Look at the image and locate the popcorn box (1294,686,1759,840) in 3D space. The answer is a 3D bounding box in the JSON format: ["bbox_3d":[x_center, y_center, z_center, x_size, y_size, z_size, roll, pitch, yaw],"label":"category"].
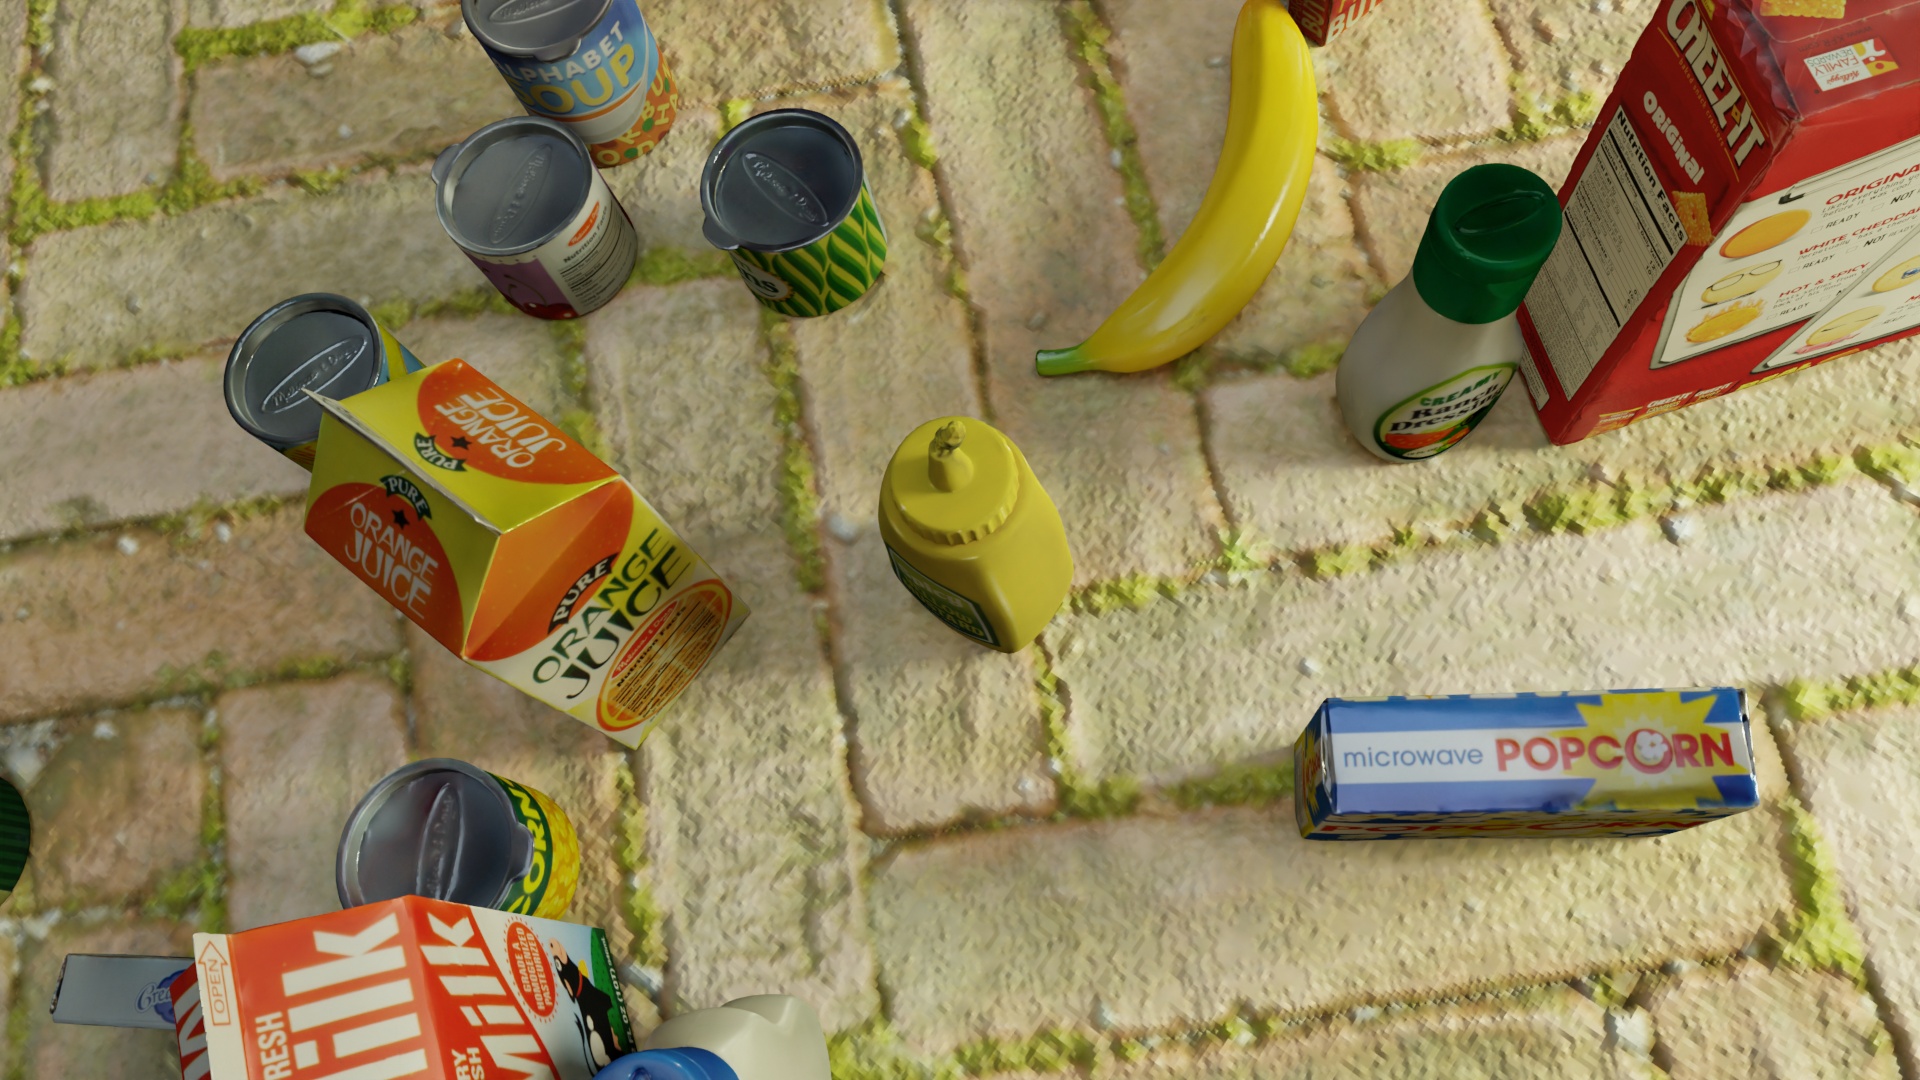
[{"bbox_3d":[0.178,0.076,0.457,0.127,0.085,0.038,-2,71,7],"label":"popcorn box"}]

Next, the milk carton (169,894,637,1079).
[{"bbox_3d":[-0.165,0.157,0.416,0.073,0.190,0.072,-22,70,0],"label":"milk carton"}]

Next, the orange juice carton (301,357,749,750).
[{"bbox_3d":[-0.143,0.006,0.464,0.072,0.192,0.073,35,79,17],"label":"orange juice carton"}]

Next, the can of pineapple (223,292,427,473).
[{"bbox_3d":[-0.255,-0.058,0.573,0.071,0.057,0.071,-2,71,7],"label":"can of pineapple"}]

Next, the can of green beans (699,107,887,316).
[{"bbox_3d":[-0.067,-0.134,0.575,0.071,0.057,0.071,-2,71,7],"label":"can of green beans"}]

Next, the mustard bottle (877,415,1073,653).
[{"bbox_3d":[0.002,-0.006,0.467,0.065,0.159,0.049,32,78,16],"label":"mustard bottle"}]

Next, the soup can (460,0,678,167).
[{"bbox_3d":[-0.165,-0.209,0.600,0.071,0.083,0.071,-2,71,7],"label":"soup can"}]

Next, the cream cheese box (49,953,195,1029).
[{"bbox_3d":[-0.260,0.163,0.499,0.104,0.053,0.024,0,71,7],"label":"cream cheese box"}]

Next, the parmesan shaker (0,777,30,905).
[{"bbox_3d":[-0.412,0.109,0.511,0.071,0.103,0.071,-2,71,7],"label":"parmesan shaker"}]

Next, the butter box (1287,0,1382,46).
[{"bbox_3d":[0.186,-0.261,0.589,0.103,0.053,0.024,-39,71,-7],"label":"butter box"}]

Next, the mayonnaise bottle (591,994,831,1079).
[{"bbox_3d":[-0.073,0.171,0.422,0.041,0.147,0.065,-6,71,5],"label":"mayonnaise bottle"}]

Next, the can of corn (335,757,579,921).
[{"bbox_3d":[-0.177,0.116,0.502,0.071,0.058,0.071,-2,71,7],"label":"can of corn"}]

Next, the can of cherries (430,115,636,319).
[{"bbox_3d":[-0.180,-0.137,0.590,0.071,0.058,0.071,-2,71,7],"label":"can of cherries"}]

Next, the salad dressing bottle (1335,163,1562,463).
[{"bbox_3d":[0.167,-0.073,0.477,0.064,0.147,0.044,-18,70,1],"label":"salad dressing bottle"}]
